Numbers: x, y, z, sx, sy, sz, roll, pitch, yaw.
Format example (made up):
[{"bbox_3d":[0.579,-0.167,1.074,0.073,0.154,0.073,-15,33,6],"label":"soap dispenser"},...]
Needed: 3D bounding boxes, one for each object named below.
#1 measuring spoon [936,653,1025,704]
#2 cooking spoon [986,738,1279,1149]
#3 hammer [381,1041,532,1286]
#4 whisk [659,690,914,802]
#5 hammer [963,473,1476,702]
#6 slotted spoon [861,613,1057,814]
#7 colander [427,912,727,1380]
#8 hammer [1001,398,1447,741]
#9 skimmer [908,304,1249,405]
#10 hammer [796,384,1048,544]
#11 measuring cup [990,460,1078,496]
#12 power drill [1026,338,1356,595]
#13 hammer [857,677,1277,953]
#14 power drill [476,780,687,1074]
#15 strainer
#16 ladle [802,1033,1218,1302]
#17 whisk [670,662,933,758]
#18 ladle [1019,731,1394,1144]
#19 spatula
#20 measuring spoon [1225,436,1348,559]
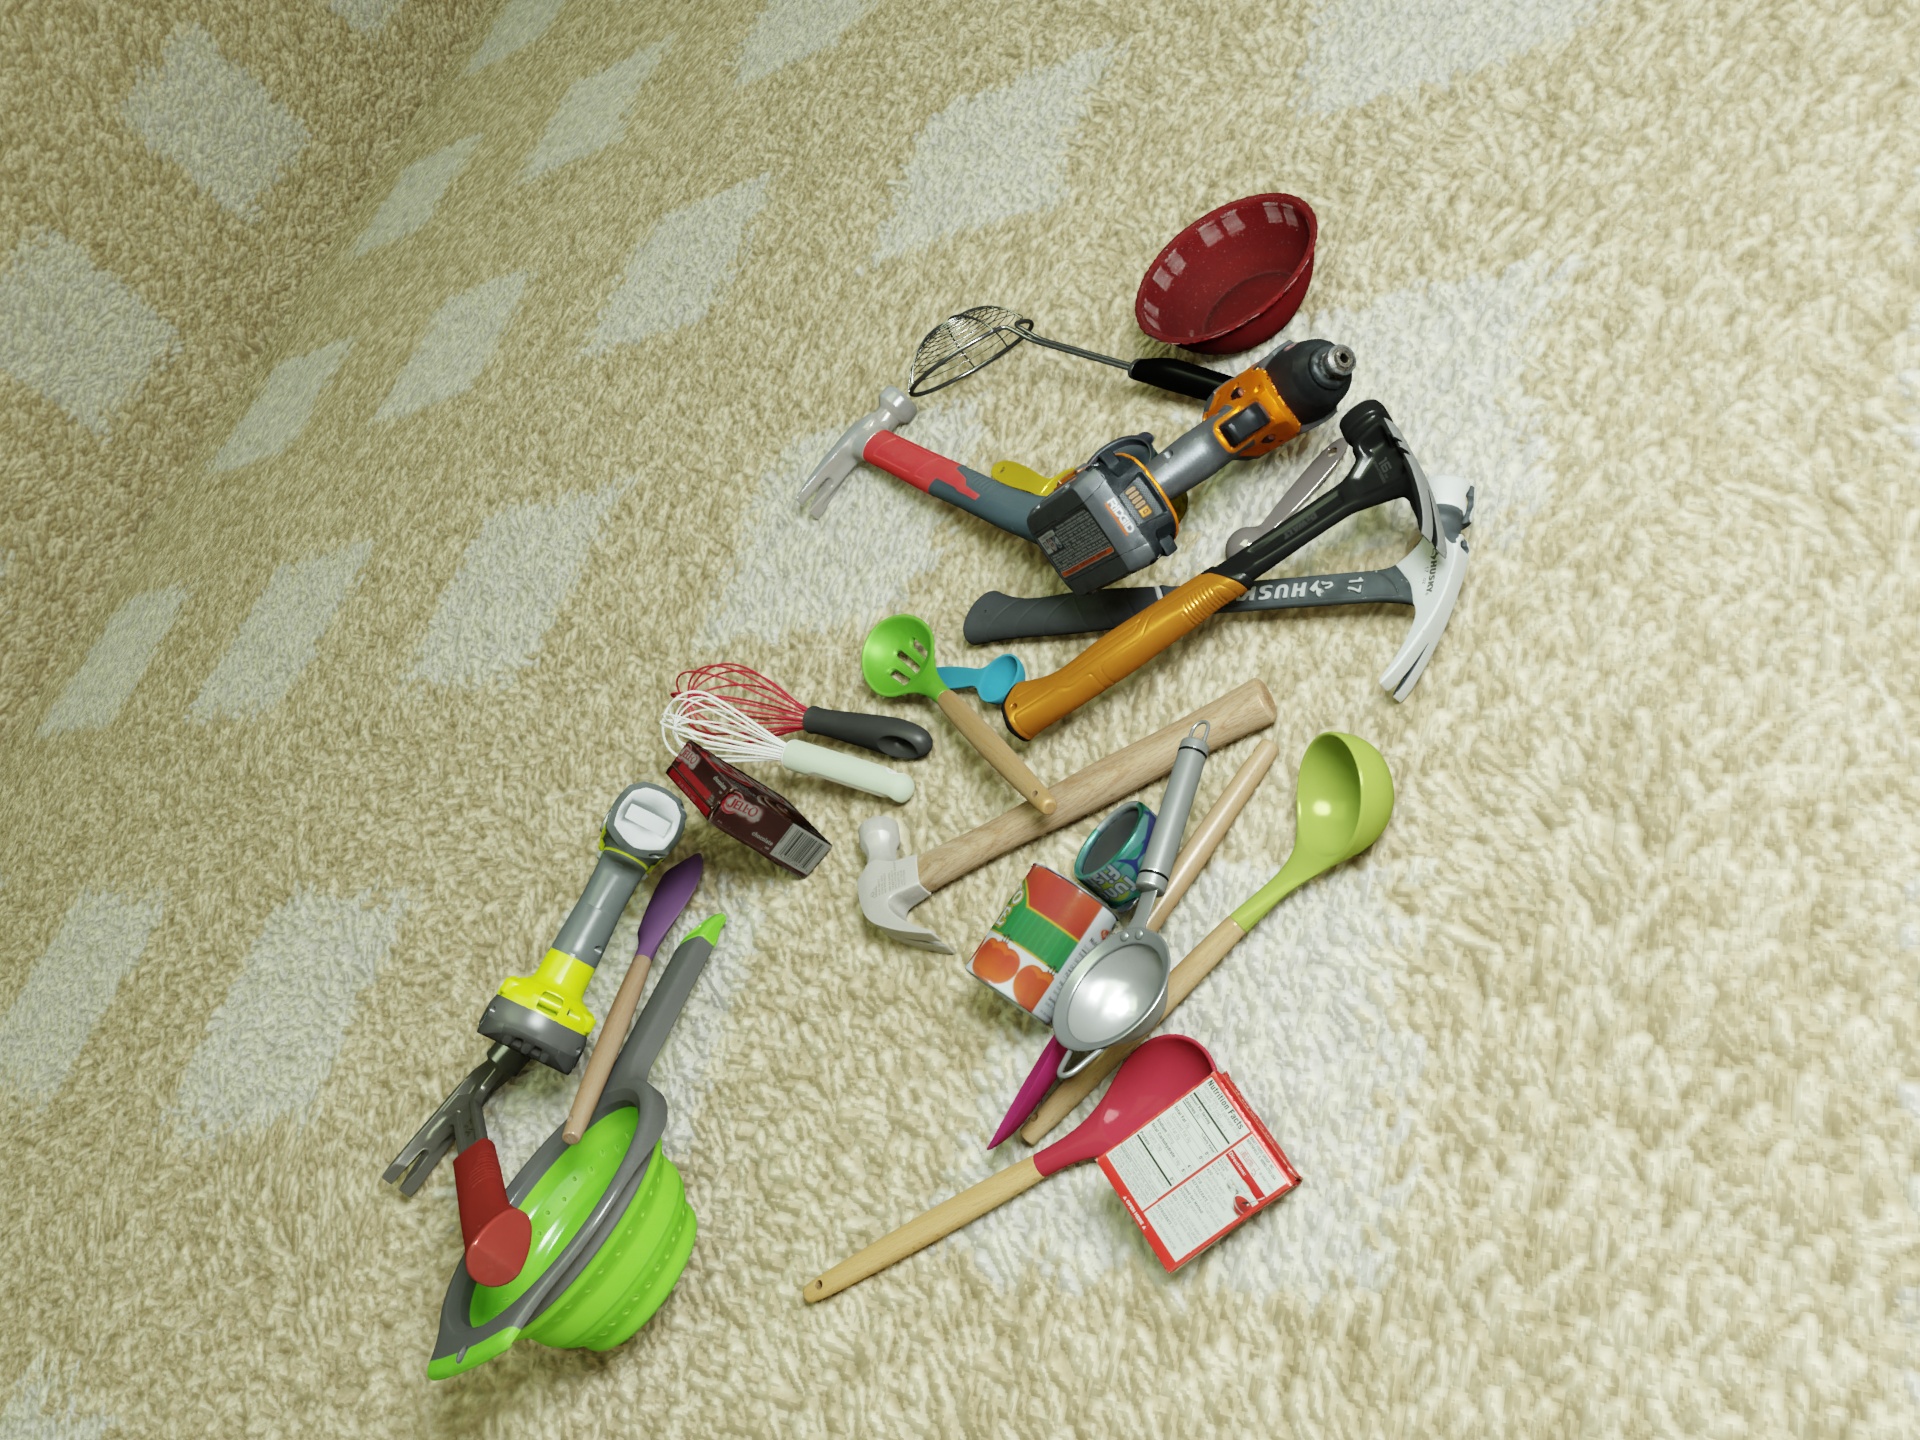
[{"bbox_3d":[0.009,-0.029,1.251,0.129,0.021,0.042,2,64,52],"label":"measuring spoon"},{"bbox_3d":[0.111,0.138,1.001,0.017,0.068,0.319,35,75,6],"label":"cooking spoon"},{"bbox_3d":[-0.355,0.332,1.147,0.149,0.036,0.359,-51,18,-10],"label":"hammer"},{"bbox_3d":[-0.143,0.026,1.272,0.246,0.057,0.059,15,90,28],"label":"whisk"},{"bbox_3d":[0.162,-0.080,1.136,0.409,0.036,0.149,-2,65,42],"label":"hammer"},{"bbox_3d":[-0.002,-0.004,1.196,0.070,0.031,0.314,-53,34,6],"label":"slotted spoon"},{"bbox_3d":[-0.224,0.301,1.130,0.204,0.094,0.397,-33,21,36],"label":"colander"},{"bbox_3d":[0.165,-0.077,1.081,0.337,0.034,0.127,-34,47,25],"label":"hammer"},{"bbox_3d":[0.103,-0.284,1.353,0.364,0.090,0.127,25,41,37],"label":"skimmer"},{"bbox_3d":[-0.020,-0.193,1.361,0.143,0.038,0.387,-50,34,-2],"label":"hammer"},{"bbox_3d":[0.068,-0.190,1.324,0.062,0.029,0.157,-51,32,0],"label":"measuring cup"},{"bbox_3d":[0.169,-0.186,1.107,0.226,0.084,0.164,-37,5,-17],"label":"power drill"},{"bbox_3d":[0.068,0.061,1.109,0.331,0.031,0.130,-28,43,20],"label":"hammer"},{"bbox_3d":[-0.294,0.162,1.268,0.223,0.080,0.171,-64,10,-16],"label":"power drill"},{"bbox_3d":[0.116,0.107,0.963,0.087,0.050,0.259,-14,46,48],"label":"strainer"},{"bbox_3d":[0.027,0.283,0.966,0.315,0.031,0.069,-34,52,18],"label":"ladle"},{"bbox_3d":[-0.136,-0.003,1.320,0.296,0.073,0.073,11,65,40],"label":"whisk"},{"bbox_3d":[0.142,0.136,0.967,0.320,0.062,0.078,-46,25,4],"label":"ladle"},{"bbox_3d":[-0.247,0.199,1.209,0.060,0.018,0.316,-30,24,23],"label":"spatula"},{"bbox_3d":[0.236,-0.162,1.155,0.124,0.018,0.034,-48,40,1],"label":"measuring spoon"}]
